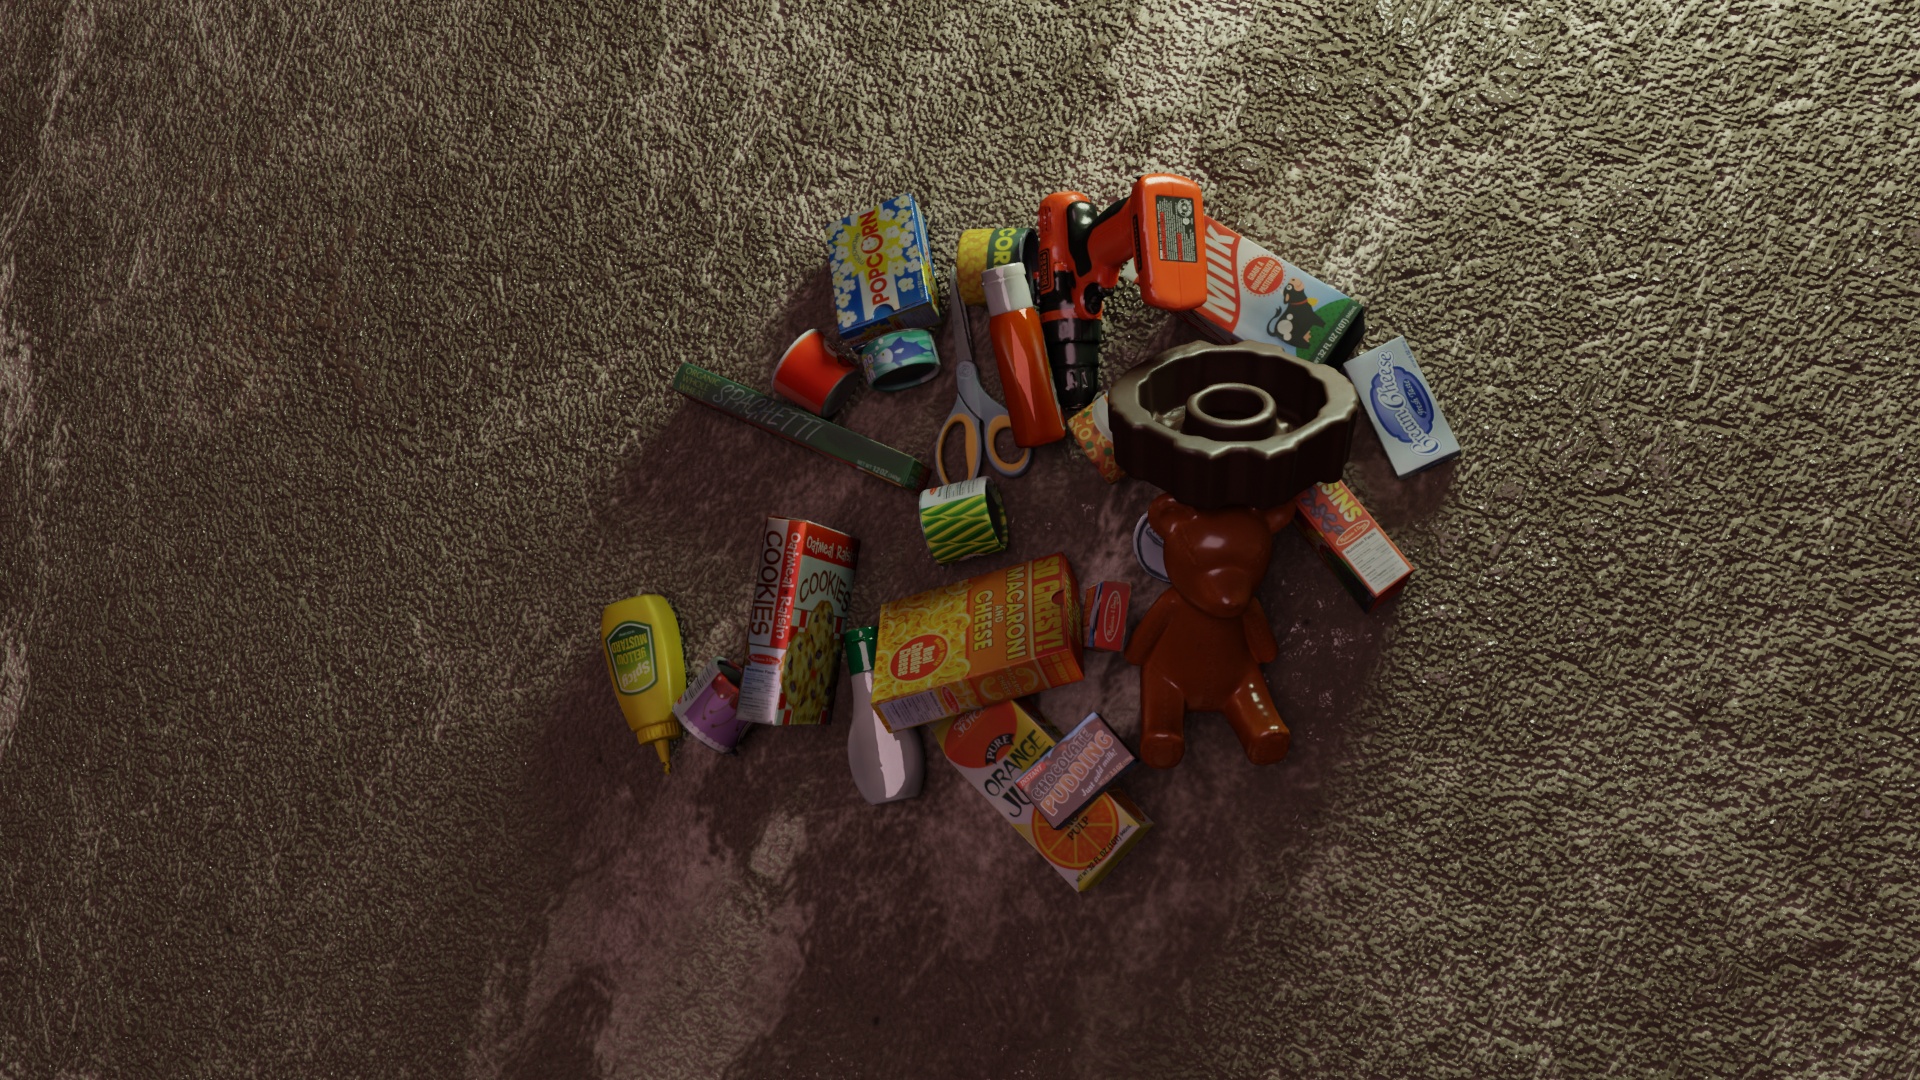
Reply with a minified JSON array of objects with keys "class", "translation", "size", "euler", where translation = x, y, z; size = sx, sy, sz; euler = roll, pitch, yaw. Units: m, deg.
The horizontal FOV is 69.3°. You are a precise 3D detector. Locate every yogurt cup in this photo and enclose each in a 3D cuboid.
[{"class":"yogurt cup","translation":[-0.126,-0.145,1.229],"size":[0.054,0.072,0.072],"euler":[37,94,10]}]

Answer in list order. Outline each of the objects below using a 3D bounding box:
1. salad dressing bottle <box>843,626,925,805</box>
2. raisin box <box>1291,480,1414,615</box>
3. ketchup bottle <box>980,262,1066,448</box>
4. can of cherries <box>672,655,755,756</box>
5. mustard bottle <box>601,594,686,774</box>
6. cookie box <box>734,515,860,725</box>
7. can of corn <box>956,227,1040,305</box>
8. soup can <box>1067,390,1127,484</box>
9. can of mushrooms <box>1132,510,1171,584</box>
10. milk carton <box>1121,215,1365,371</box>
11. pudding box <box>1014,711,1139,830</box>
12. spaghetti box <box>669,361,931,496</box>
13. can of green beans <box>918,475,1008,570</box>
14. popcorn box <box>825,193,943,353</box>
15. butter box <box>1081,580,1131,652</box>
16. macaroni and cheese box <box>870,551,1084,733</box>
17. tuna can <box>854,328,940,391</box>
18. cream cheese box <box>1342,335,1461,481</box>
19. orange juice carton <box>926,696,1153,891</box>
[{"class":"salad dressing bottle","translation":[-0.069,0.148,1.179],"size":[0.064,0.044,0.148],"euler":[-15,77,16]},{"class":"raisin box","translation":[0.290,-0.007,1.069],"size":[0.040,0.086,0.123],"euler":[-37,74,4]},{"class":"ketchup bottle","translation":[0.050,-0.152,1.144],"size":[0.043,0.065,0.148],"euler":[-14,96,-3]},{"class":"can of cherries","translation":[-0.205,0.144,1.210],"size":[0.071,0.071,0.058],"euler":[41,94,18]},{"class":"mustard bottle","translation":[-0.276,0.130,1.241],"size":[0.065,0.049,0.160],"euler":[-19,77,15]},{"class":"cookie box","translation":[-0.136,0.069,1.168],"size":[0.040,0.123,0.167],"euler":[7,84,17]},{"class":"can of corn","translation":[0.033,-0.235,1.189],"size":[0.058,0.071,0.071],"euler":[2,83,18]},{"class":"soup can","translation":[0.138,-0.096,1.136],"size":[0.083,0.071,0.071],"euler":[-36,74,10]},{"class":"can of mushrooms","translation":[0.177,0.001,1.130],"size":[0.071,0.033,0.071],"euler":[-2,81,17]},{"class":"milk carton","translation":[0.226,-0.198,1.123],"size":[0.191,0.073,0.072],"euler":[35,93,19]},{"class":"pudding box","translation":[0.089,0.175,1.057],"size":[0.083,0.030,0.050],"euler":[-41,71,1]},{"class":"spaghetti box","translation":[-0.144,-0.100,1.234],"size":[0.250,0.050,0.028],"euler":[23,88,19]},{"class":"can of green beans","translation":[0.003,-0.017,1.168],"size":[0.058,0.071,0.071],"euler":[-13,79,15]},{"class":"popcorn box","translation":[-0.068,-0.235,1.219],"size":[0.085,0.038,0.127],"euler":[-17,60,13]},{"class":"butter box","translation":[0.114,0.061,1.105],"size":[0.024,0.103,0.053],"euler":[9,84,-1]},{"class":"macaroni and cheese box","translation":[0.014,0.081,1.128],"size":[0.166,0.040,0.124],"euler":[-17,35,14]},{"class":"tuna can","translation":[-0.054,-0.156,1.204],"size":[0.071,0.071,0.033],"euler":[-18,78,14]},{"class":"cream cheese box","translation":[0.348,-0.104,1.099],"size":[0.053,0.024,0.104],"euler":[-26,75,13]},{"class":"orange juice carton","translation":[0.058,0.186,1.118],"size":[0.193,0.073,0.072],"euler":[44,95,18]}]
